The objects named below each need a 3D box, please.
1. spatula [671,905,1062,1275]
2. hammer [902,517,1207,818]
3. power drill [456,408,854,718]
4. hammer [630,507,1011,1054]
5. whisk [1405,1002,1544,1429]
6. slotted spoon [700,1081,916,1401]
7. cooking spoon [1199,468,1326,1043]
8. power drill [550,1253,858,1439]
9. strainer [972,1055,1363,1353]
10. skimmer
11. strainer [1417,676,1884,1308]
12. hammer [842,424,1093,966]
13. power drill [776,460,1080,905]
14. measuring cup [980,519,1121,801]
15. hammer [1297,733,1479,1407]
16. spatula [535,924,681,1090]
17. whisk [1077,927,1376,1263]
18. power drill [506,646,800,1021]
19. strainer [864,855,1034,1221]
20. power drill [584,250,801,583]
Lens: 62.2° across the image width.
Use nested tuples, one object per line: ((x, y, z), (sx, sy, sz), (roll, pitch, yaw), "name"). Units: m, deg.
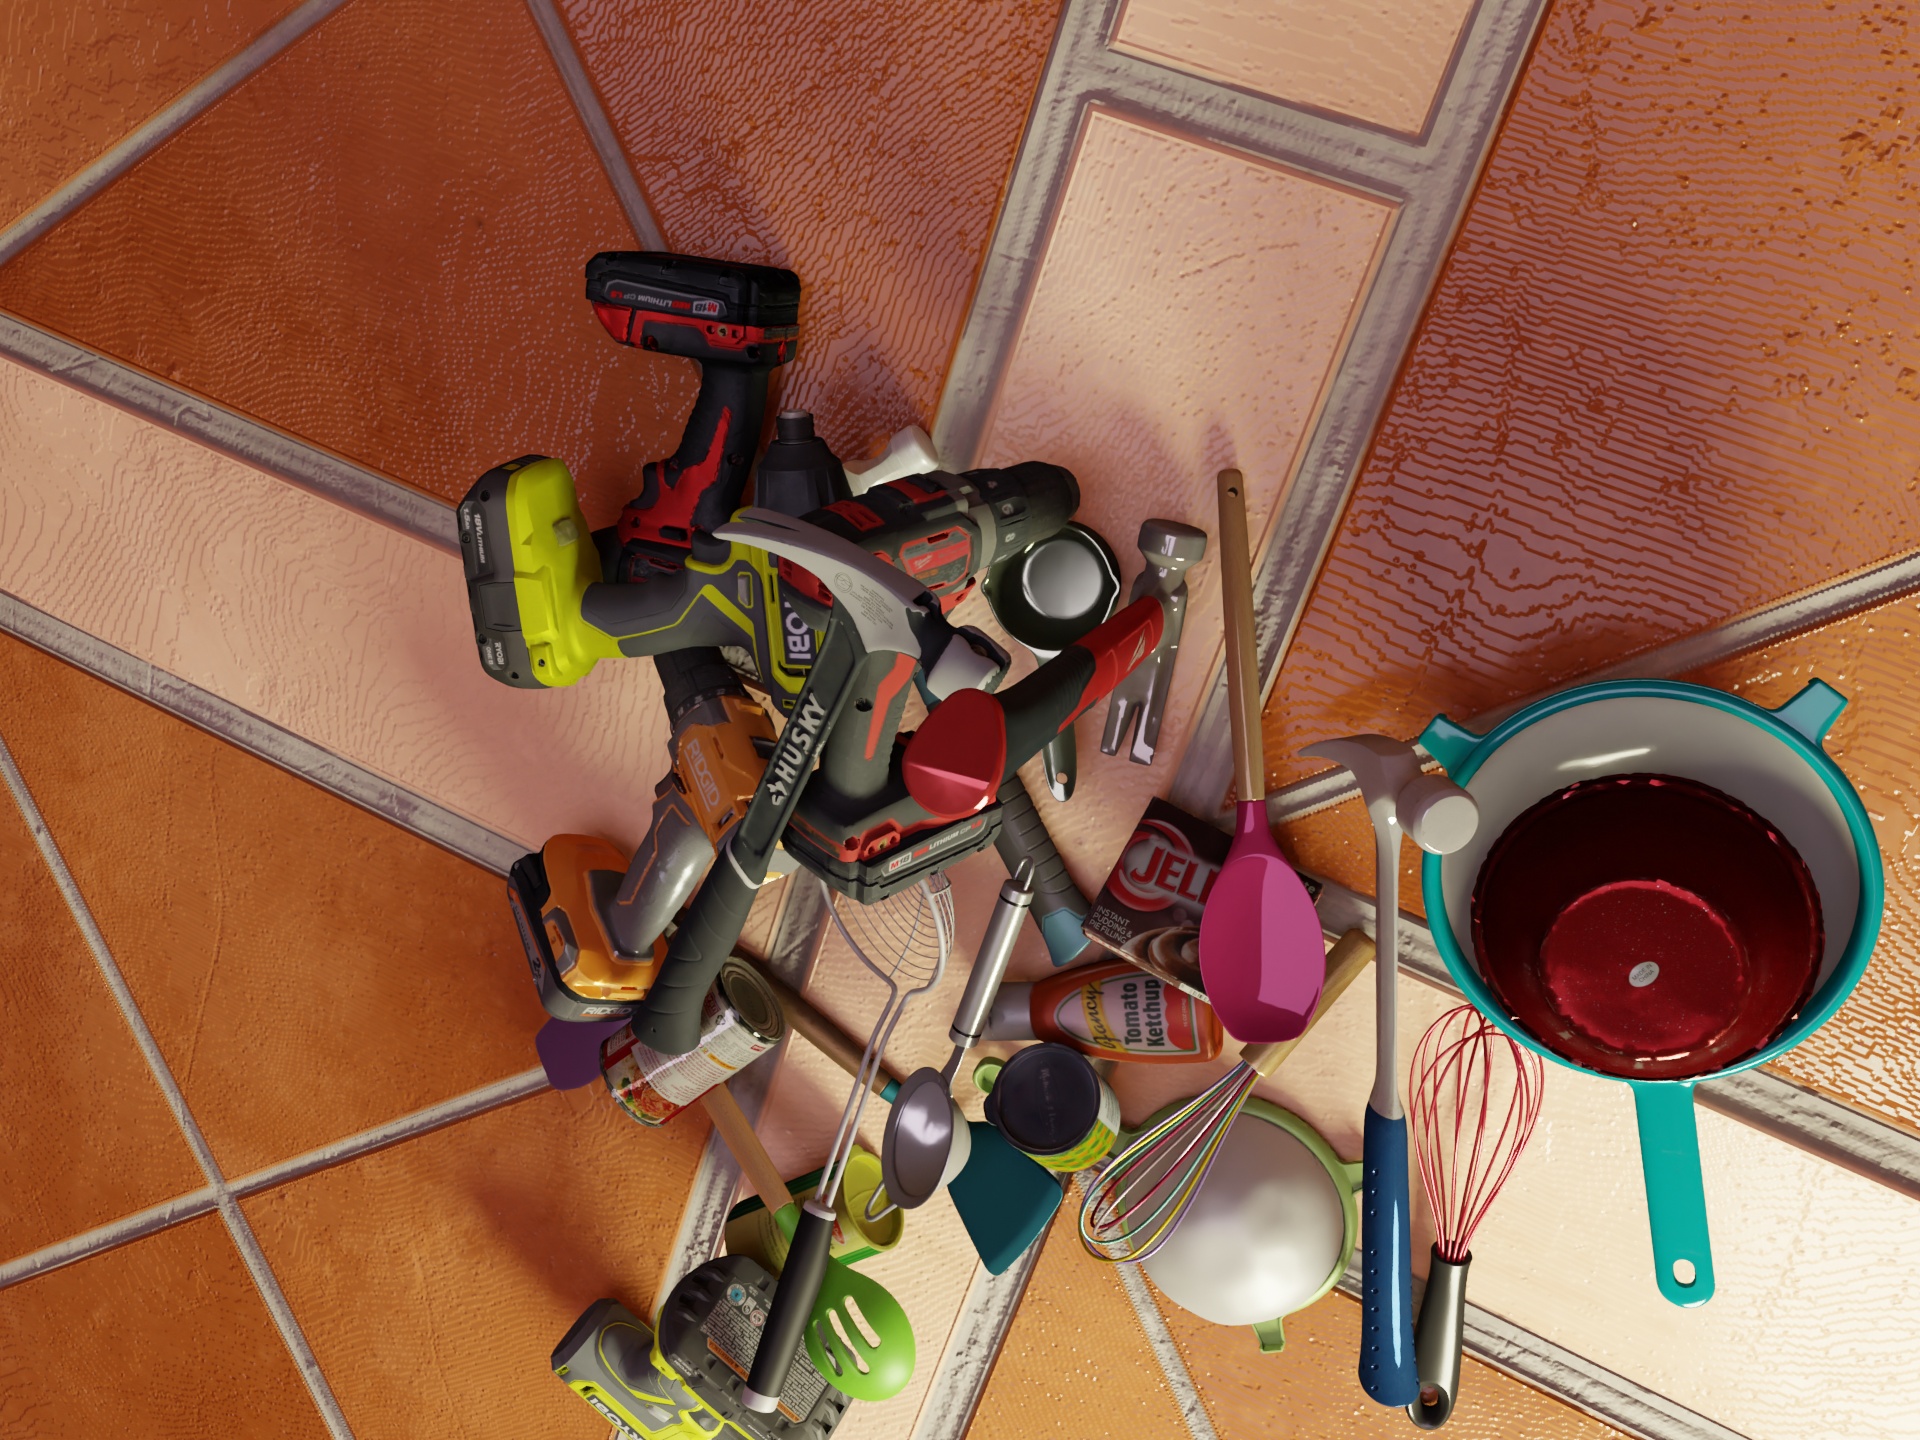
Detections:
((-0.072, 0.226, 1.038), (0.317, 0.044, 0.082), (37, 110, 9), "spatula")
((0.053, -0.005, 0.754), (0.038, 0.386, 0.143), (15, 107, 15), "hammer")
((-0.166, -0.091, 0.914), (0.223, 0.080, 0.171), (2, 110, 14), "power drill")
((-0.114, 0.061, 0.846), (0.149, 0.036, 0.408), (38, 132, 9), "hammer")
((0.287, 0.293, 0.923), (0.073, 0.073, 0.295), (8, 111, 18), "whisk")
((-0.129, 0.296, 1.029), (0.070, 0.031, 0.314), (-43, 64, 11), "slotted spoon")
((0.160, 0.019, 0.884), (0.069, 0.017, 0.319), (-3, 87, 6), "cooking spoon")
((-0.164, 0.457, 1.075), (0.190, 0.080, 0.228), (43, 137, -3), "power drill")
((0.115, 0.284, 0.971), (0.256, 0.069, 0.151), (27, 110, 10), "strainer")
((-0.089, 0.233, 0.964), (0.127, 0.090, 0.363), (10, 79, 51), "skimmer")
((0.365, 0.134, 0.837), (0.211, 0.095, 0.340), (-6, 102, 24), "strainer")
((-0.002, -0.003, 0.966), (0.128, 0.033, 0.331), (-27, 92, 22), "hammer")
((-0.016, -0.031, 0.868), (0.080, 0.188, 0.226), (32, 130, 36), "power drill")
((0.059, -0.036, 0.936), (0.083, 0.038, 0.167), (1, 105, 20), "measuring cup")
((0.232, 0.198, 0.872), (0.035, 0.144, 0.405), (-9, 111, -9), "hammer")
((-0.194, 0.158, 1.061), (0.316, 0.018, 0.060), (-43, 65, 29), "spatula")
((0.152, 0.214, 0.921), (0.051, 0.047, 0.245), (42, 89, -17), "whisk")
((-0.196, 0.062, 1.010), (0.226, 0.084, 0.186), (-45, 55, 26), "power drill")
((0.003, 0.197, 0.962), (0.050, 0.087, 0.258), (11, 109, -25), "strainer")
((-0.172, -0.168, 0.968), (0.143, 0.078, 0.219), (12, 109, 16), "power drill")
